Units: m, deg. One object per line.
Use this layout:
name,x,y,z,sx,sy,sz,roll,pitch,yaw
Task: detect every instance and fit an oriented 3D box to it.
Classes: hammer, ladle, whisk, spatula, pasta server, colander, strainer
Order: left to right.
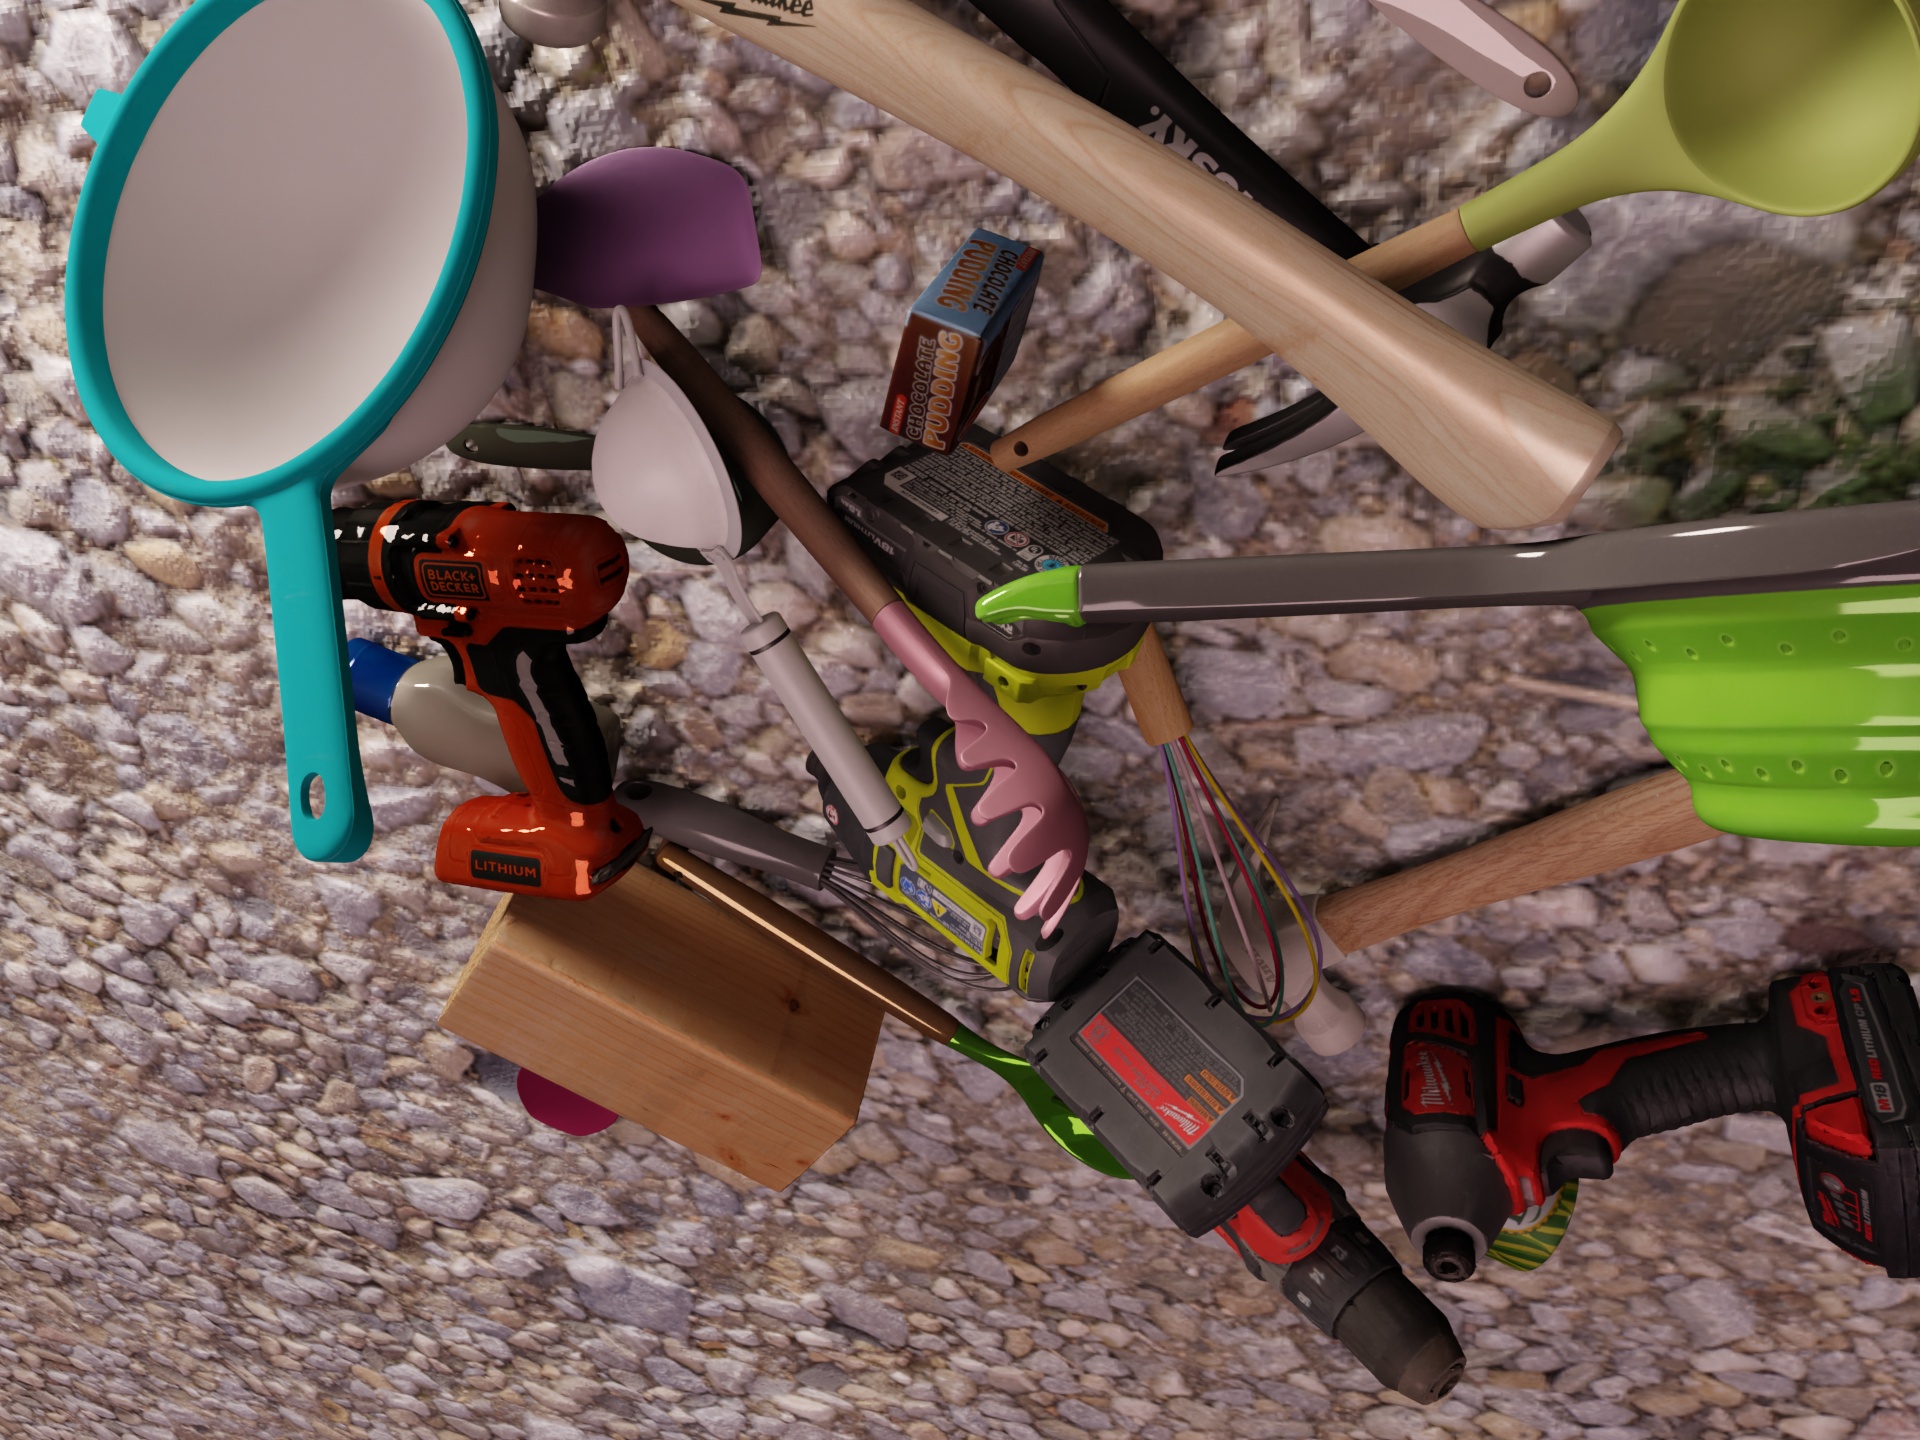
strainer,-0.221,-0.113,0.593,0.211,0.095,0.340,-16,77,23
spatula,-0.226,-0.192,0.670,0.316,0.018,0.059,-2,110,22
strainer,-0.084,-0.041,0.640,0.258,0.050,0.087,58,157,-16
whisk,-0.070,0.078,0.803,0.239,0.055,0.055,20,131,12
pasta server,-0.049,-0.054,0.594,0.316,0.040,0.060,51,168,22
hammer,0.020,-0.191,0.491,0.411,0.038,0.146,34,144,9
hammer,0.040,-0.222,0.534,0.334,0.035,0.146,39,129,-11
whisk,0.093,0.027,0.677,0.047,0.051,0.245,-6,112,51
ladle,0.133,-0.141,0.503,0.320,0.062,0.078,-20,103,34
hammer,0.254,0.050,0.667,0.331,0.031,0.130,-27,114,34
colander,0.202,-0.010,0.499,0.397,0.204,0.094,-2,91,12

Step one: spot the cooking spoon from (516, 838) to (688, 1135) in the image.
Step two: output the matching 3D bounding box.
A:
cooking spoon,-0.206,0.162,0.939,0.068,0.017,0.318,25,132,-6

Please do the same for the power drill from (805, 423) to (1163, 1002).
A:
power drill,-0.001,-0.002,0.677,0.171,0.080,0.223,35,138,28

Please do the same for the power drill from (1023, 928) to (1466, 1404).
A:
power drill,0.136,0.209,0.716,0.188,0.080,0.226,42,172,40

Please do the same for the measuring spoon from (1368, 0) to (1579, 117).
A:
measuring spoon,0.143,-0.225,0.501,0.124,0.018,0.034,31,131,-5

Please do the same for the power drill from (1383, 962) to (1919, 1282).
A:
power drill,0.291,0.176,0.678,0.220,0.143,0.078,-9,120,24

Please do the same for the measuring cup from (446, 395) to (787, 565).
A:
measuring cup,-0.158,-0.108,0.694,0.167,0.038,0.083,7,129,13

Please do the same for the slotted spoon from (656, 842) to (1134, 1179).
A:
slotted spoon,-0.025,0.152,0.847,0.313,0.031,0.070,33,136,-8
